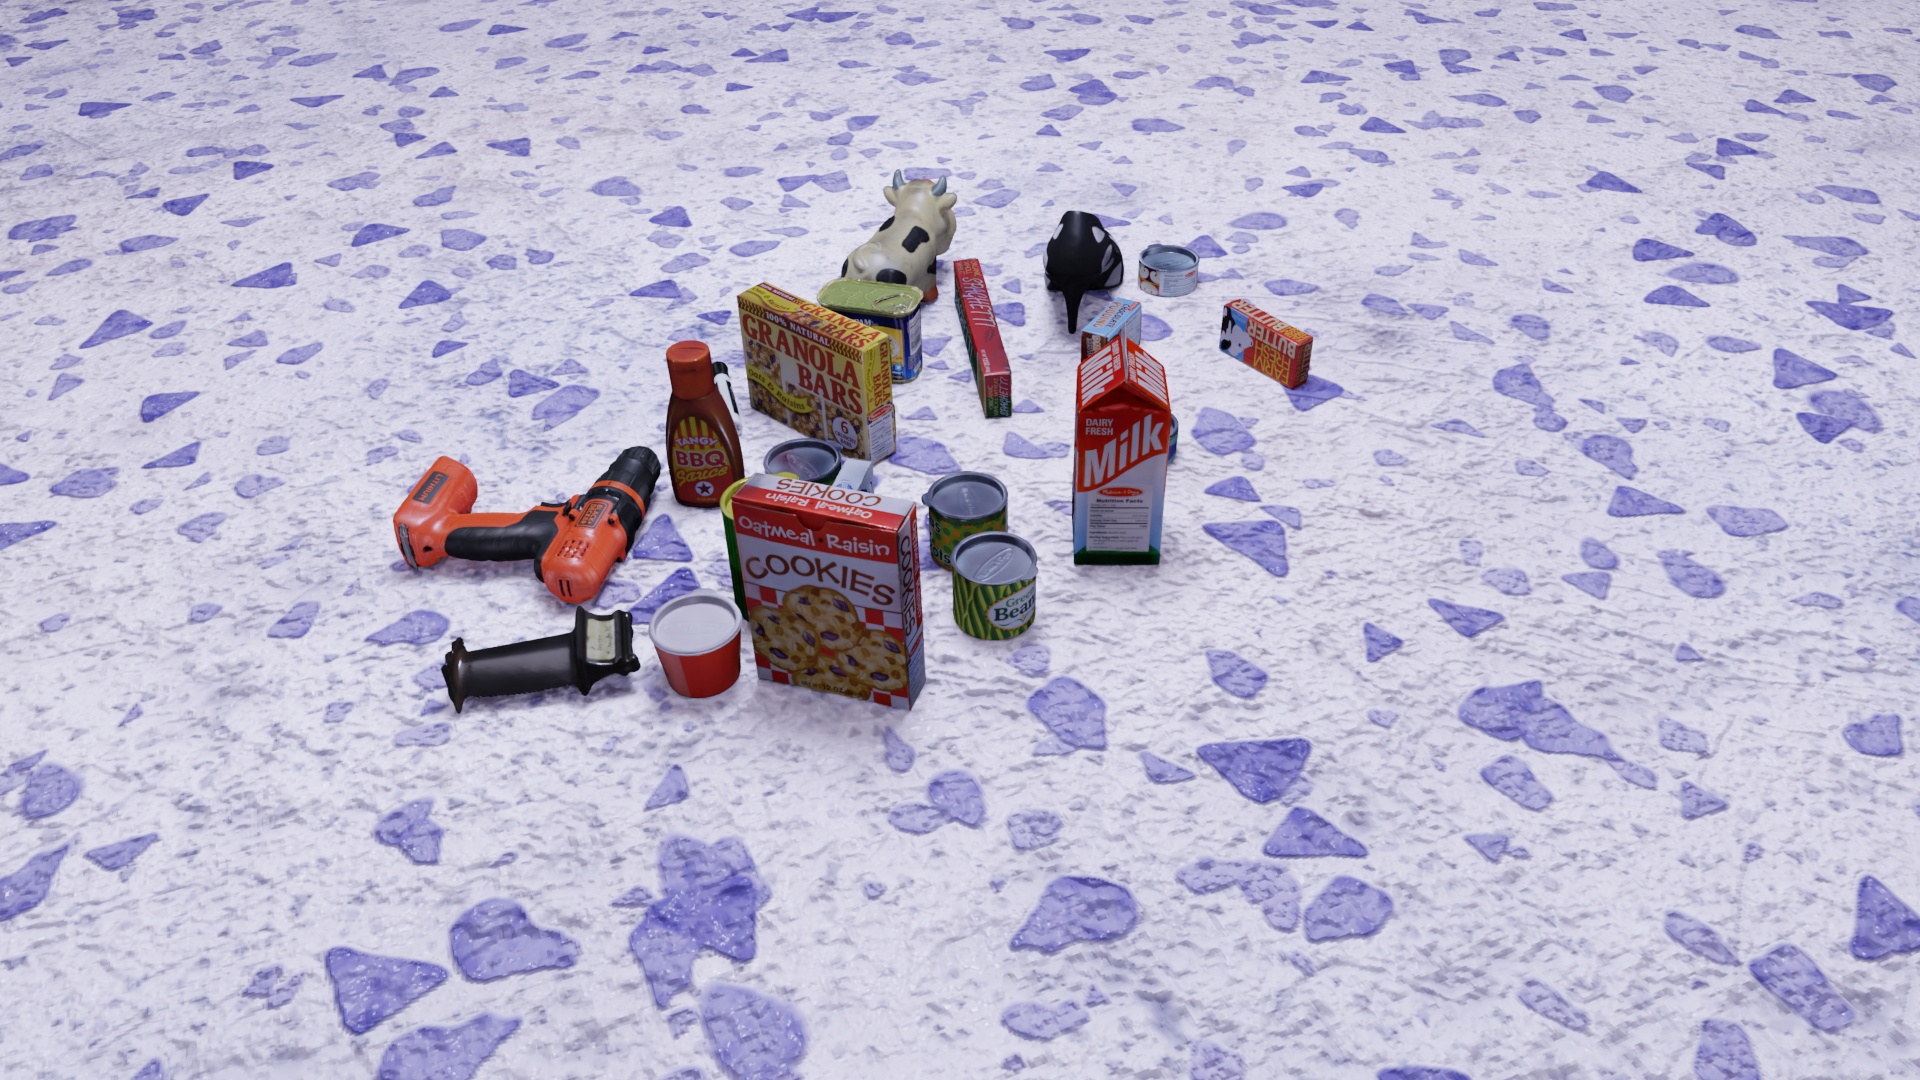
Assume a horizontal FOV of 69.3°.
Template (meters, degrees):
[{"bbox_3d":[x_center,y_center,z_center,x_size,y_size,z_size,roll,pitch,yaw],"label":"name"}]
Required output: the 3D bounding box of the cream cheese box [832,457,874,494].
[{"bbox_3d":[-0.096,-0.018,1.155,0.024,0.053,0.104,7,38,11],"label":"cream cheese box"}]

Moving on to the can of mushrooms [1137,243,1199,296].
[{"bbox_3d":[0.227,-0.298,1.527,0.071,0.033,0.071,-1,37,1],"label":"can of mushrooms"}]

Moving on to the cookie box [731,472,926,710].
[{"bbox_3d":[-0.091,0.038,0.987,0.123,0.166,0.040,10,39,15],"label":"cookie box"}]

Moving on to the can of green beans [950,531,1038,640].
[{"bbox_3d":[0.026,0.035,1.077,0.071,0.057,0.071,-1,37,1],"label":"can of green beans"}]

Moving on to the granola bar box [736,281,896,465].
[{"bbox_3d":[-0.131,-0.154,1.276,0.166,0.123,0.039,28,46,33],"label":"granola bar box"}]

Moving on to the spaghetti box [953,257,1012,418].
[{"bbox_3d":[0.021,-0.210,1.405,0.029,0.049,0.251,-5,37,-5],"label":"spaghetti box"}]

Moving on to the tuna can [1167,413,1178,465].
[{"bbox_3d":[0.166,-0.095,1.263,0.071,0.032,0.071,-1,37,1],"label":"tuna can"}]

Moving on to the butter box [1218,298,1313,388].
[{"bbox_3d":[0.302,-0.195,1.373,0.024,0.052,0.104,-24,43,-27],"label":"butter box"}]

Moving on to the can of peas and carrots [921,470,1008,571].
[{"bbox_3d":[0.004,-0.014,1.142,0.071,0.058,0.071,-1,37,1],"label":"can of peas and carrots"}]

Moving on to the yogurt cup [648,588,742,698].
[{"bbox_3d":[-0.193,0.080,1.030,0.072,0.053,0.073,-1,37,1],"label":"yogurt cup"}]

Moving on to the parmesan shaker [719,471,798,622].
[{"bbox_3d":[-0.146,0.007,1.083,0.071,0.102,0.072,-1,37,1],"label":"parmesan shaker"}]

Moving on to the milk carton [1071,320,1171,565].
[{"bbox_3d":[0.127,-0.076,1.110,0.073,0.189,0.073,1,37,3],"label":"milk carton"}]

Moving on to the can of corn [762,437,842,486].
[{"bbox_3d":[-0.131,-0.047,1.190,0.071,0.058,0.071,-1,37,1],"label":"can of corn"}]

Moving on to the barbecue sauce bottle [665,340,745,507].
[{"bbox_3d":[-0.223,-0.099,1.187,0.065,0.147,0.044,0,37,2],"label":"barbecue sauce bottle"}]

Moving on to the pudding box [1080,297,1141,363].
[{"bbox_3d":[0.152,-0.204,1.394,0.030,0.049,0.084,19,42,25],"label":"pudding box"}]
